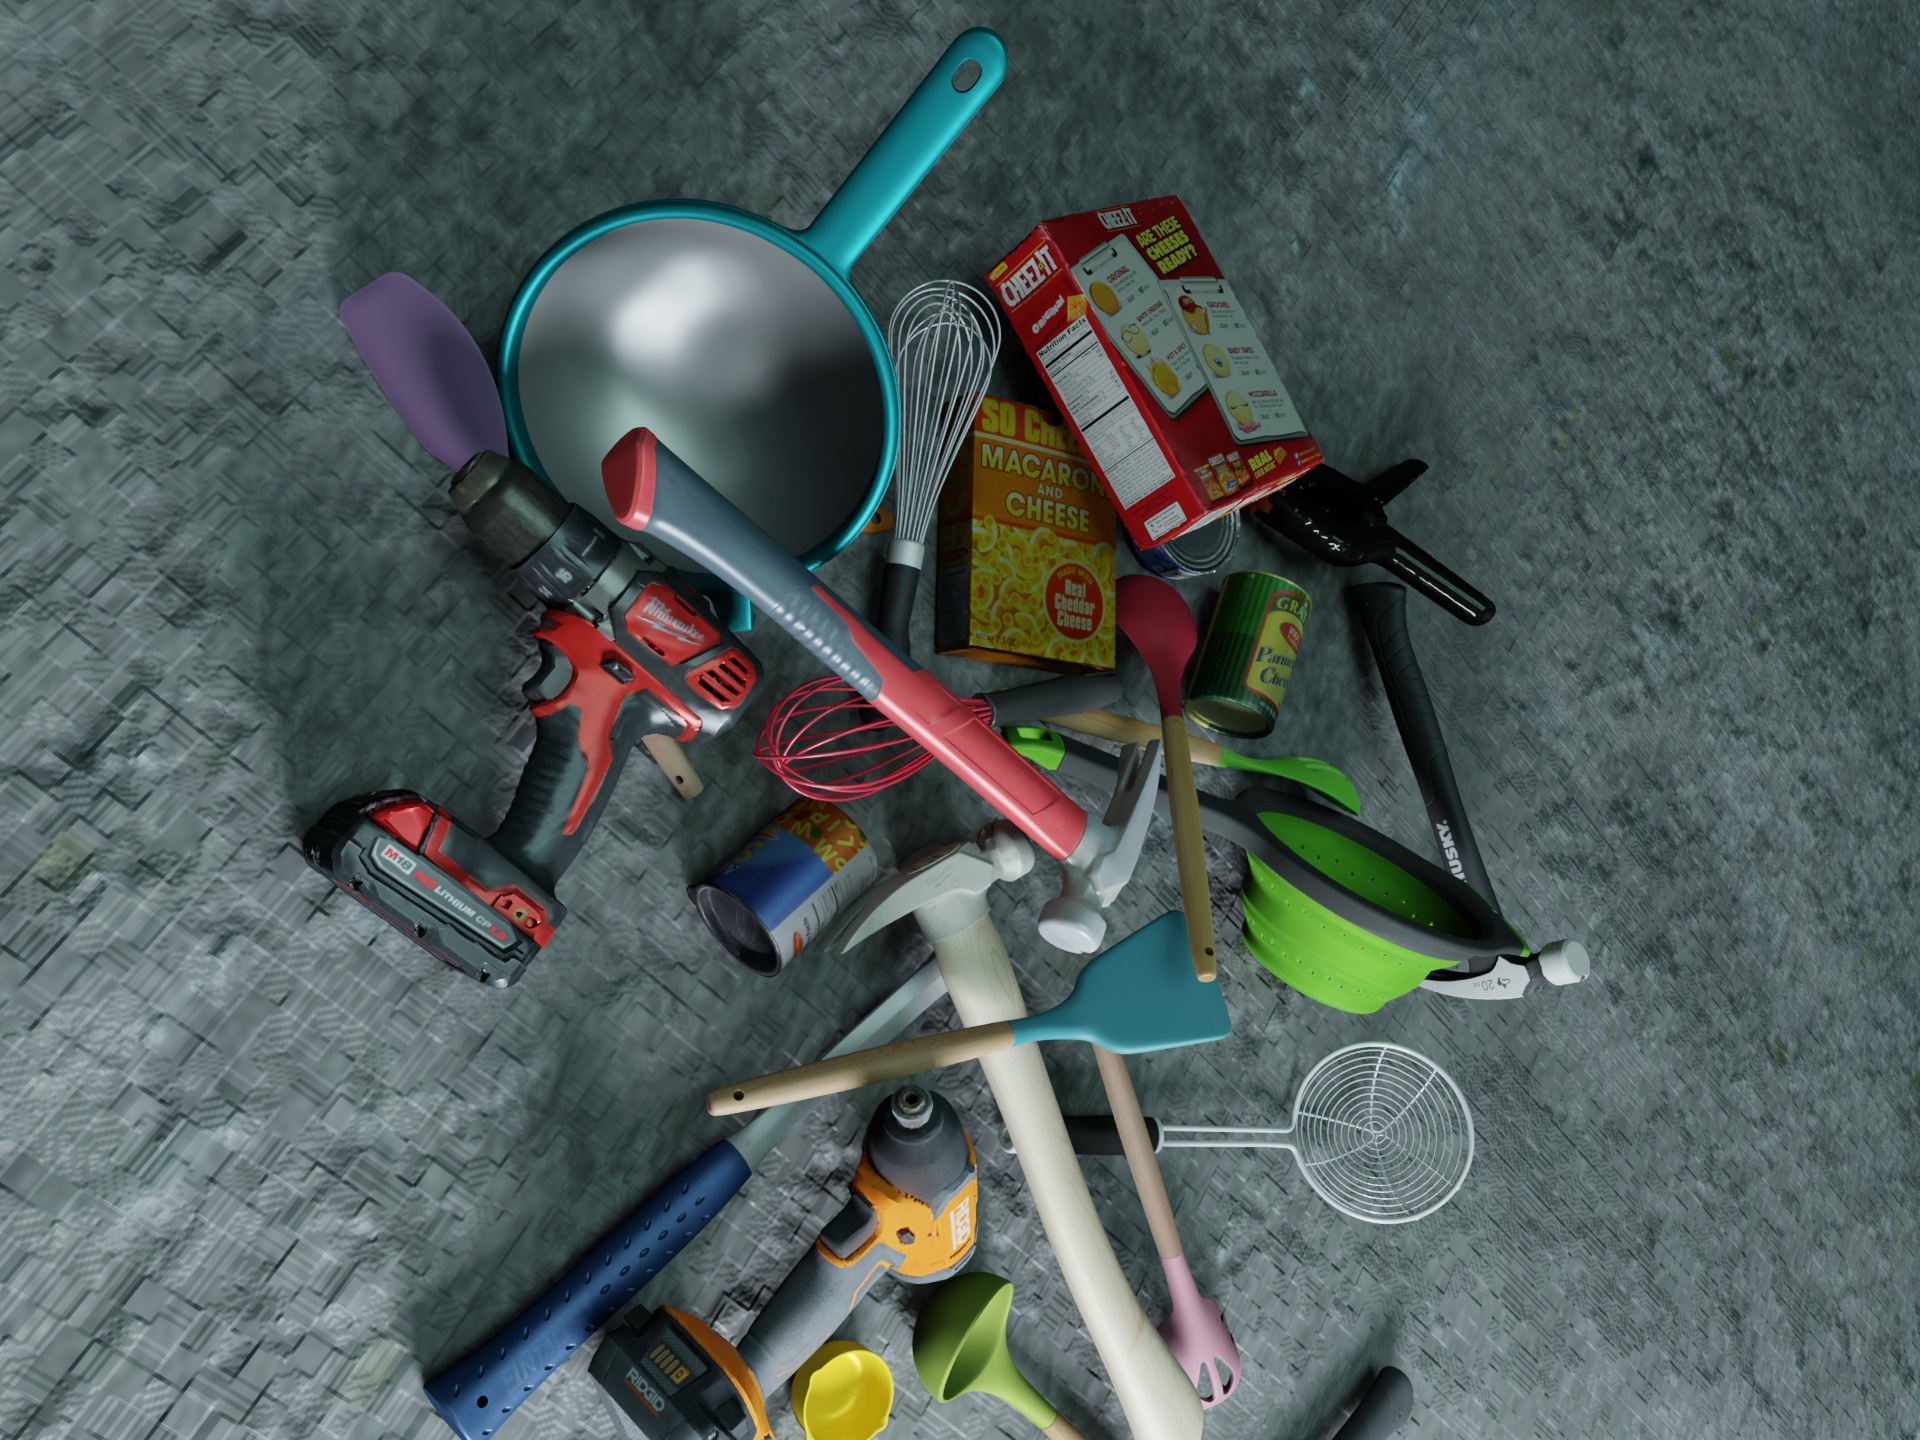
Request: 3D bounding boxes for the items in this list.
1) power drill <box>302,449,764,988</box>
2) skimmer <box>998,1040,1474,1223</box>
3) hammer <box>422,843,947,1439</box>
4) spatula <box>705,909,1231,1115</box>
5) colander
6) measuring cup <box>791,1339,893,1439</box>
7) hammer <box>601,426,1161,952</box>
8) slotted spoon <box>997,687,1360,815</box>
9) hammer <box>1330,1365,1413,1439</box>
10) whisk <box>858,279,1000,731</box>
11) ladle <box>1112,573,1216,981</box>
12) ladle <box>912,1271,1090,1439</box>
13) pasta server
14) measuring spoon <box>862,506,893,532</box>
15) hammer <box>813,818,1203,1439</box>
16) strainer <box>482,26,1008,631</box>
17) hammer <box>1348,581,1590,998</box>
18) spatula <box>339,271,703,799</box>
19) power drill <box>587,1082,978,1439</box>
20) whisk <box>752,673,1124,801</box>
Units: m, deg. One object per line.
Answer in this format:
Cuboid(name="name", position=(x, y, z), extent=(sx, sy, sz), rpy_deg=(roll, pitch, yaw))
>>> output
Cuboid(name="power drill", position=(-0.225, -0.004, 0.791), extent=(0.187, 0.080, 0.227), rpy_deg=(44, 68, -24))
Cuboid(name="skimmer", position=(0.194, 0.275, 1.070), extent=(0.363, 0.090, 0.127), rpy_deg=(10, 67, -34))
Cuboid(name="hammer", position=(-0.113, 0.241, 0.885), extent=(0.405, 0.035, 0.144), rpy_deg=(-39, 106, -33))
Cuboid(name="spatula", position=(0.009, 0.175, 0.889), extent=(0.317, 0.044, 0.082), rpy_deg=(-7, 65, -32))
Cuboid(name="colander", position=(0.191, 0.109, 1.087), extent=(0.397, 0.205, 0.094), rpy_deg=(21, 107, -16))
Cuboid(name="measuring cup", position=(-0.098, 0.418, 0.887), extent=(0.062, 0.029, 0.156), rpy_deg=(45, 73, -24))
Cuboid(name="hammer", position=(-0.030, -0.032, 0.860), extent=(0.386, 0.038, 0.143), rpy_deg=(41, 57, -29))
Cuboid(name="slotted spoon", position=(0.159, 0.019, 1.104), extent=(0.313, 0.070, 0.031), rpy_deg=(15, 99, -28))
Cuboid(name="hammer", position=(0.184, 0.571, 1.048), extent=(0.409, 0.036, 0.149), rpy_deg=(-31, 119, -37))
Cuboid(name="whisk", position=(-0.030, -0.133, 0.976), extent=(0.070, 0.070, 0.284), rpy_deg=(13, 85, -34))
Cuboid(name="ladle", position=(0.137, 0.022, 1.017), extent=(0.069, 0.031, 0.316), rpy_deg=(13, 52, -20))
Cuboid(name="ladle", position=(0.076, 0.450, 0.986), extent=(0.320, 0.062, 0.078), rpy_deg=(51, 61, -23))
Cuboid(name="pasta server", position=(0.123, 0.313, 1.015), extent=(0.060, 0.040, 0.316), rpy_deg=(-22, 105, -15))
Cuboid(name="measuring spoon", position=(-0.087, -0.131, 0.964), extent=(0.116, 0.011, 0.021), rpy_deg=(7, 80, -36))
Cuboid(name="hammer", position=(0.048, 0.273, 0.953), extent=(0.146, 0.038, 0.410), rpy_deg=(-27, 100, -34))
Cuboid(name="strainer", position=(-0.091, -0.221, 0.828), extent=(0.211, 0.340, 0.095), rpy_deg=(38, 25, -15))
Cuboid(name="hammer", position=(0.361, 0.050, 1.219), extent=(0.035, 0.146, 0.335), rpy_deg=(-9, 78, -37))
Cuboid(name="spatula", position=(-0.222, -0.090, 0.847), extent=(0.315, 0.060, 0.018), rpy_deg=(61, 18, -18))
Cuboid(name="power drill", position=(-0.079, 0.291, 0.831), extent=(0.226, 0.084, 0.164), rpy_deg=(-38, 146, -29))
Cuboid(name="whisk", position=(-0.002, -0.003, 0.956), extent=(0.295, 0.073, 0.073), rpy_deg=(-11, 91, -43))
